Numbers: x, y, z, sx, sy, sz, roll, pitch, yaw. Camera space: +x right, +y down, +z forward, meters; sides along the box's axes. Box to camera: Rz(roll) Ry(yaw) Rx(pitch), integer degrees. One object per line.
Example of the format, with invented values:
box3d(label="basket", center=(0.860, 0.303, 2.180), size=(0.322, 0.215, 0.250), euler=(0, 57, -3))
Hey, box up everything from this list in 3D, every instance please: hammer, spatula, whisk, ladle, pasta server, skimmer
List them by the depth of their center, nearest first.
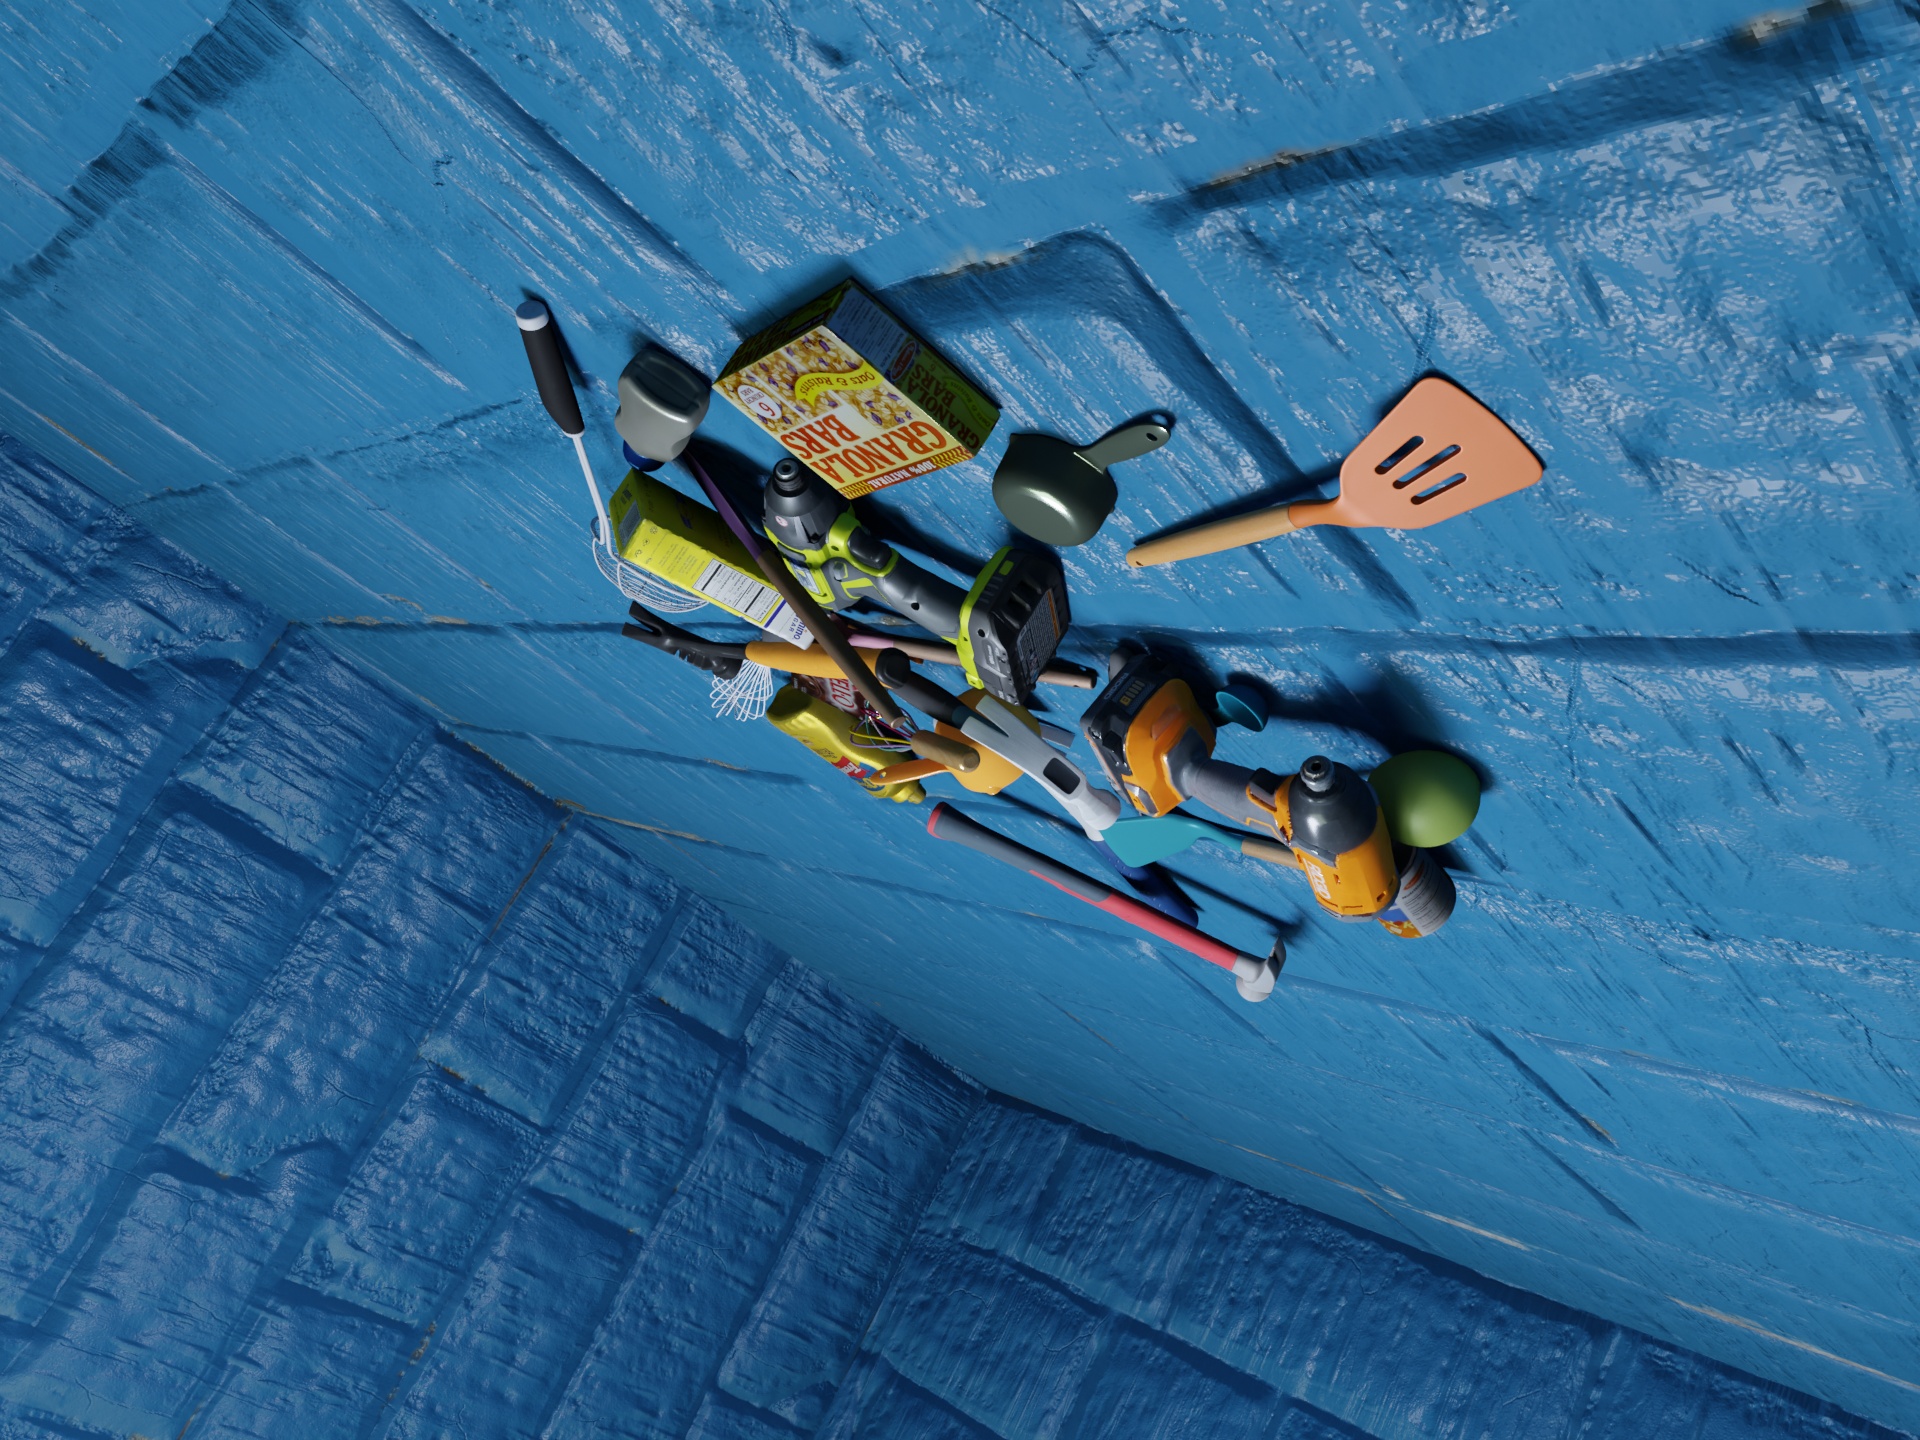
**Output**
box3d(label="spatula", center=(0.179, -0.118, 0.887), size=(0.081, 0.041, 0.323), euler=(34, 166, -18))
box3d(label="spatula", center=(-0.133, -0.107, 1.187), size=(0.316, 0.018, 0.059), euler=(50, 170, 27))
box3d(label="ladle", center=(0.272, 0.054, 1.210), size=(0.078, 0.062, 0.320), euler=(35, 168, -18))
box3d(label="whisk", center=(0.140, 0.010, 1.264), size=(0.055, 0.055, 0.238), euler=(21, 157, 23))
box3d(label="skimmer", center=(-0.278, -0.213, 1.300), size=(0.127, 0.090, 0.363), euler=(43, 159, 26))
box3d(label="hammer", center=(-0.002, -0.004, 1.304), size=(0.128, 0.033, 0.331), euler=(39, 175, -34))
box3d(label="pasta server", center=(-0.028, -0.067, 1.330), size=(0.316, 0.040, 0.060), euler=(12, 171, 29))
box3d(label="whisk", center=(-0.037, 0.013, 1.343), size=(0.047, 0.051, 0.245), euler=(14, -178, -24))
box3d(label="spatula", center=(0.268, 0.125, 1.388), size=(0.318, 0.044, 0.082), euler=(12, 152, 40))
box3d(label="hammer", center=(-0.165, -0.060, 1.392), size=(0.127, 0.034, 0.337), euler=(26, 168, -39))
box3d(label="hammer", center=(0.134, 0.108, 1.557), size=(0.144, 0.035, 0.405), euler=(12, 156, 44))
box3d(label="whisk", center=(-0.202, -0.056, 1.591), size=(0.070, 0.070, 0.284), euler=(31, 158, -8))
box3d(label="hammer", center=(0.141, 0.171, 1.601), size=(0.386, 0.038, 0.143), euler=(25, 161, 14))

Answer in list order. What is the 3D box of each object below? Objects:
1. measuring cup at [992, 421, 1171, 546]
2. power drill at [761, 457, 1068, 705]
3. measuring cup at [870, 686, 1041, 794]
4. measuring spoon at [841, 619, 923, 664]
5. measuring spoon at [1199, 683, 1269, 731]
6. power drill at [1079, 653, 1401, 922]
box3d(label="measuring cup", center=(0.073, -0.143, 0.947), size=(0.083, 0.038, 0.167), euler=(34, 164, -17))
box3d(label="power drill", center=(-0.040, -0.108, 1.163), size=(0.223, 0.080, 0.171), euler=(26, 163, 18))
box3d(label="measuring cup", center=(-0.017, 0.022, 1.398), size=(0.173, 0.095, 0.052), euler=(-14, 139, 25))
box3d(label="measuring spoon", center=(-0.081, -0.078, 1.419), size=(0.117, 0.011, 0.021), euler=(26, 170, 21))
box3d(label="measuring spoon", center=(0.196, -0.010, 1.177), size=(0.042, 0.021, 0.128), euler=(43, 170, -6))
box3d(label="power drill", center=(0.195, 0.040, 1.106), size=(0.227, 0.084, 0.164), euler=(31, 163, 36))
